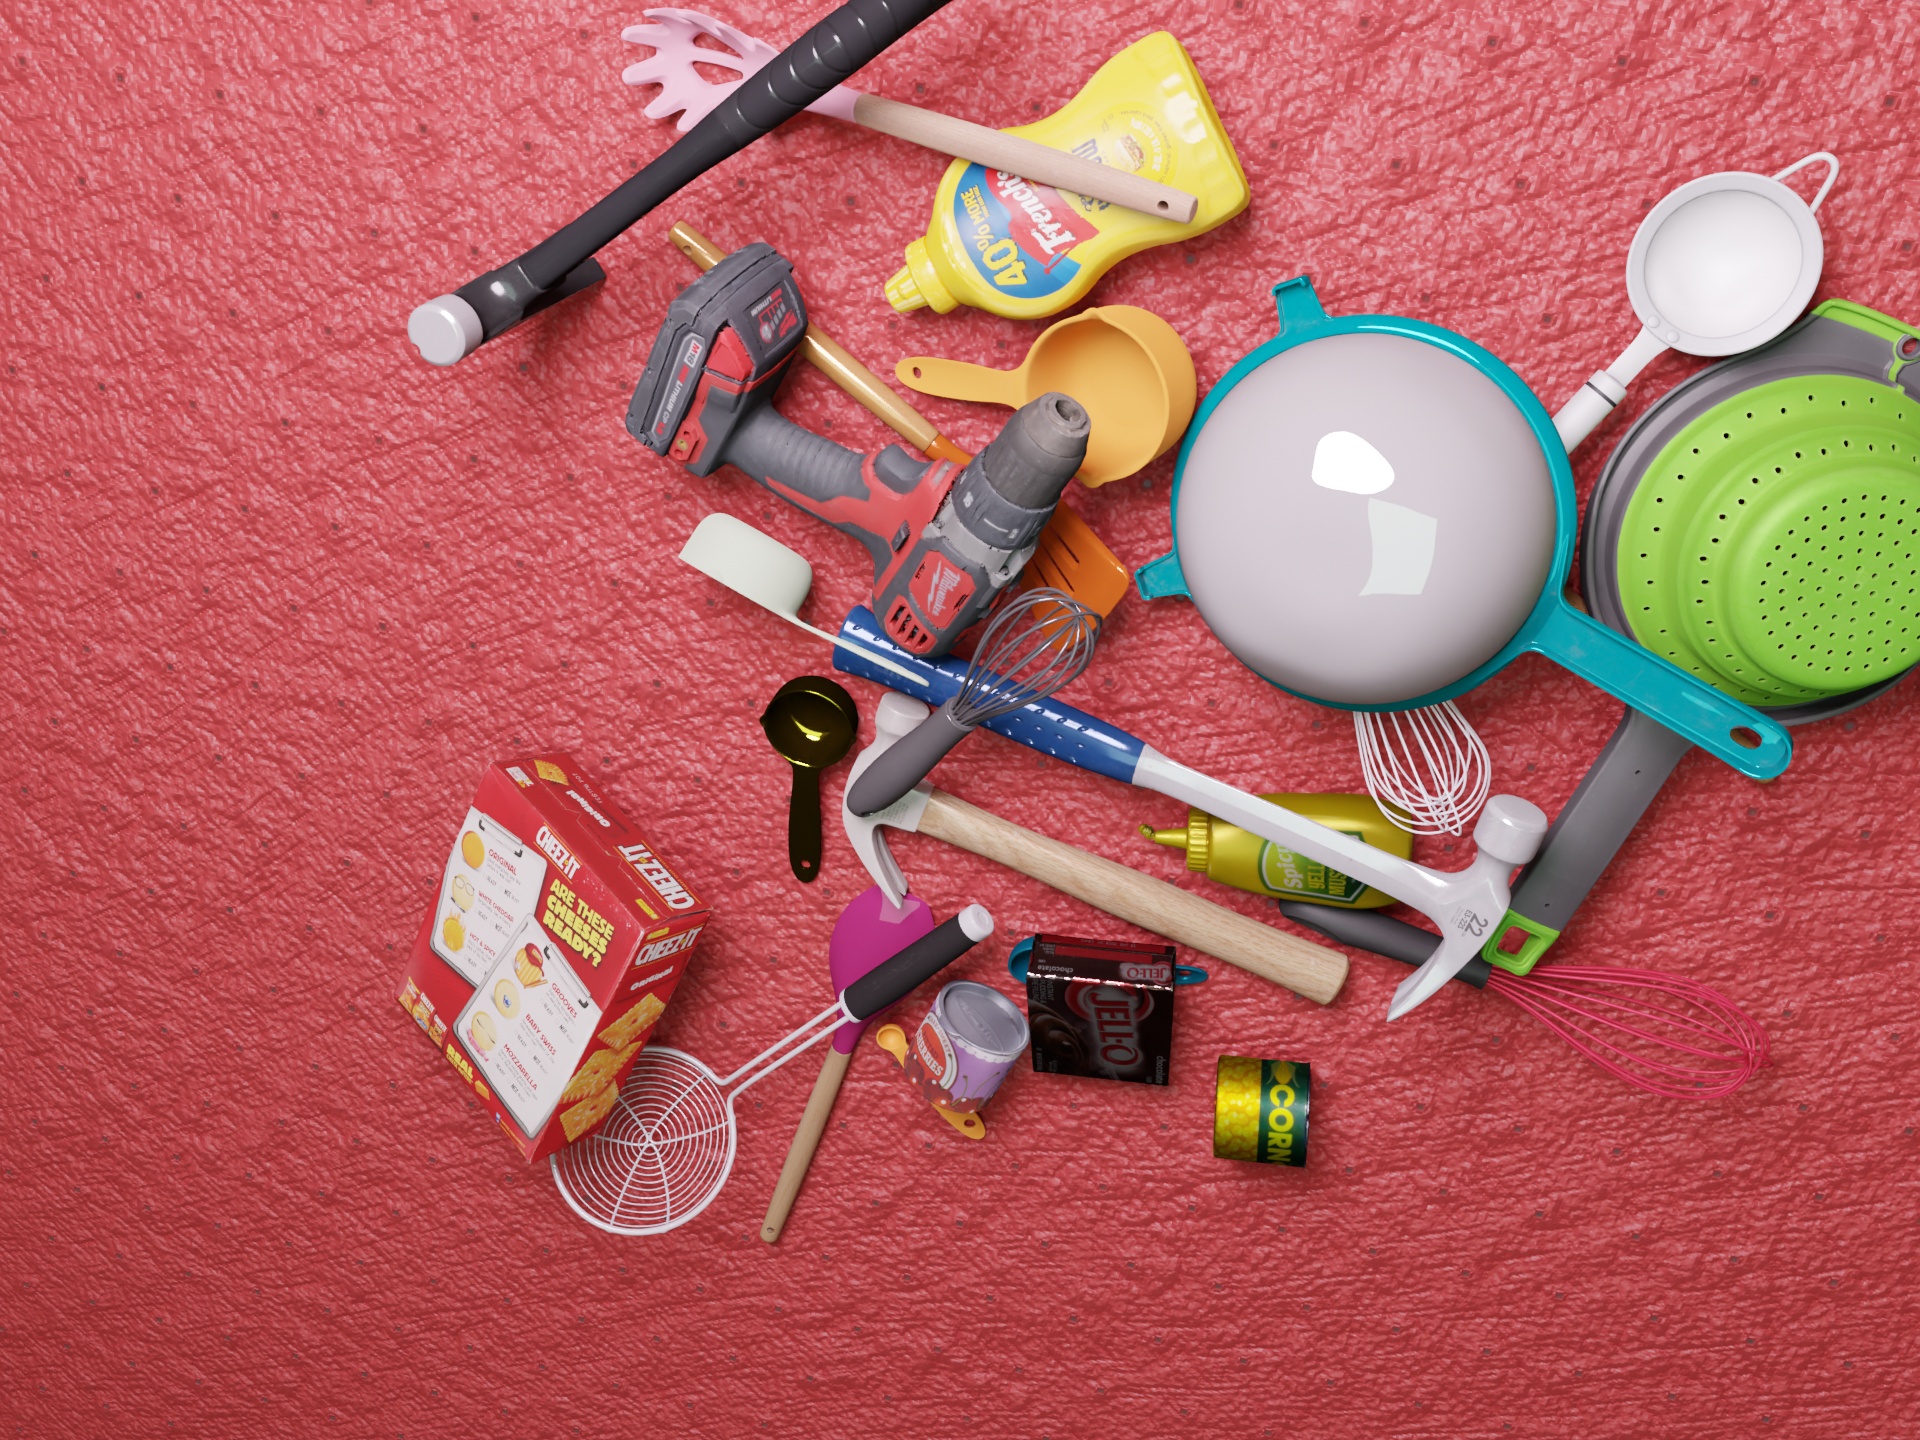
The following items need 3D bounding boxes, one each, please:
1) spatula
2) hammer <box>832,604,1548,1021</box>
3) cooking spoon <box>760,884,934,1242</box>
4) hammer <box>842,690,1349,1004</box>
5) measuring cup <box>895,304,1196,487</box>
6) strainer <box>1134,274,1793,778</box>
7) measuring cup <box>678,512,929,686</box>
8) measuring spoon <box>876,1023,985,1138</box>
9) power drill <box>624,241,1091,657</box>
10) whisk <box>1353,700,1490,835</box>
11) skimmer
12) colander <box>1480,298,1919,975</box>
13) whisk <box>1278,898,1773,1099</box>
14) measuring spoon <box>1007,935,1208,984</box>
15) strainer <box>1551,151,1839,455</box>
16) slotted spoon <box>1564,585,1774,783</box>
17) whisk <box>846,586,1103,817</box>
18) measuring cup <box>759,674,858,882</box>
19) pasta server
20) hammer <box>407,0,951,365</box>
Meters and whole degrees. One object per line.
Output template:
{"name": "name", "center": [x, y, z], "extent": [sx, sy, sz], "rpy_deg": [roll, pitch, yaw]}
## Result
{"name": "spatula", "center": [-0.039, -0.167, 0.893], "extent": [0.322, 0.041, 0.081], "rpy_deg": [39, 139, -5]}
{"name": "hammer", "center": [0.110, 0.035, 0.910], "extent": [0.405, 0.035, 0.144], "rpy_deg": [24, 117, 14]}
{"name": "cooking spoon", "center": [-0.089, 0.246, 1.100], "extent": [0.069, 0.017, 0.318], "rpy_deg": [22, 116, 1]}
{"name": "hammer", "center": [0.082, 0.101, 0.993], "extent": [0.331, 0.031, 0.130], "rpy_deg": [23, 116, 1]}
{"name": "measuring cup", "center": [0.047, -0.186, 0.869], "extent": [0.174, 0.052, 0.095], "rpy_deg": [16, 121, 31]}
{"name": "strainer", "center": [0.243, -0.058, 0.781], "extent": [0.340, 0.095, 0.211], "rpy_deg": [33, 121, 16]}
{"name": "measuring cup", "center": [-0.083, -0.071, 0.916], "extent": [0.167, 0.083, 0.038], "rpy_deg": [28, 90, 13]}
{"name": "measuring spoon", "center": [-0.018, 0.246, 1.087], "extent": [0.021, 0.011, 0.116], "rpy_deg": [-31, 113, 18]}
{"name": "power drill", "center": [-0.051, -0.152, 0.846], "extent": [0.226, 0.080, 0.187], "rpy_deg": [38, 138, -2]}
{"name": "whisk", "center": [0.219, -0.060, 0.883], "extent": [0.070, 0.070, 0.284], "rpy_deg": [-23, 102, 20]}
{"name": "skimmer", "center": [-0.128, 0.221, 1.043], "extent": [0.363, 0.090, 0.127], "rpy_deg": [-37, 75, 29]}
{"name": "colander", "center": [0.392, -0.012, 0.821], "extent": [0.204, 0.094, 0.397], "rpy_deg": [24, 111, -5]}
{"name": "whisk", "center": [0.333, 0.157, 0.951], "extent": [0.296, 0.073, 0.073], "rpy_deg": [19, 116, 9]}
{"name": "measuring spoon", "center": [0.095, 0.154, 1.025], "extent": [0.128, 0.021, 0.042], "rpy_deg": [4, 136, 1]}
{"name": "strainer", "center": [0.330, -0.175, 0.801], "extent": [0.087, 0.050, 0.258], "rpy_deg": [41, 111, 2]}
{"name": "slotted spoon", "center": [0.332, -0.064, 0.871], "extent": [0.313, 0.031, 0.070], "rpy_deg": [38, 113, -8]}
{"name": "whisk", "center": [-0.002, -0.002, 0.893], "extent": [0.055, 0.055, 0.239], "rpy_deg": [41, 134, -8]}
{"name": "measuring cup", "center": [-0.095, 0.038, 1.011], "extent": [0.062, 0.029, 0.156], "rpy_deg": [11, 127, 7]}
{"name": "pasta server", "center": [-0.031, -0.298, 0.798], "extent": [0.316, 0.040, 0.060], "rpy_deg": [24, 132, 18]}
{"name": "hammer", "center": [-0.123, -0.283, 0.783], "extent": [0.335, 0.146, 0.035], "rpy_deg": [-25, 109, 28]}
